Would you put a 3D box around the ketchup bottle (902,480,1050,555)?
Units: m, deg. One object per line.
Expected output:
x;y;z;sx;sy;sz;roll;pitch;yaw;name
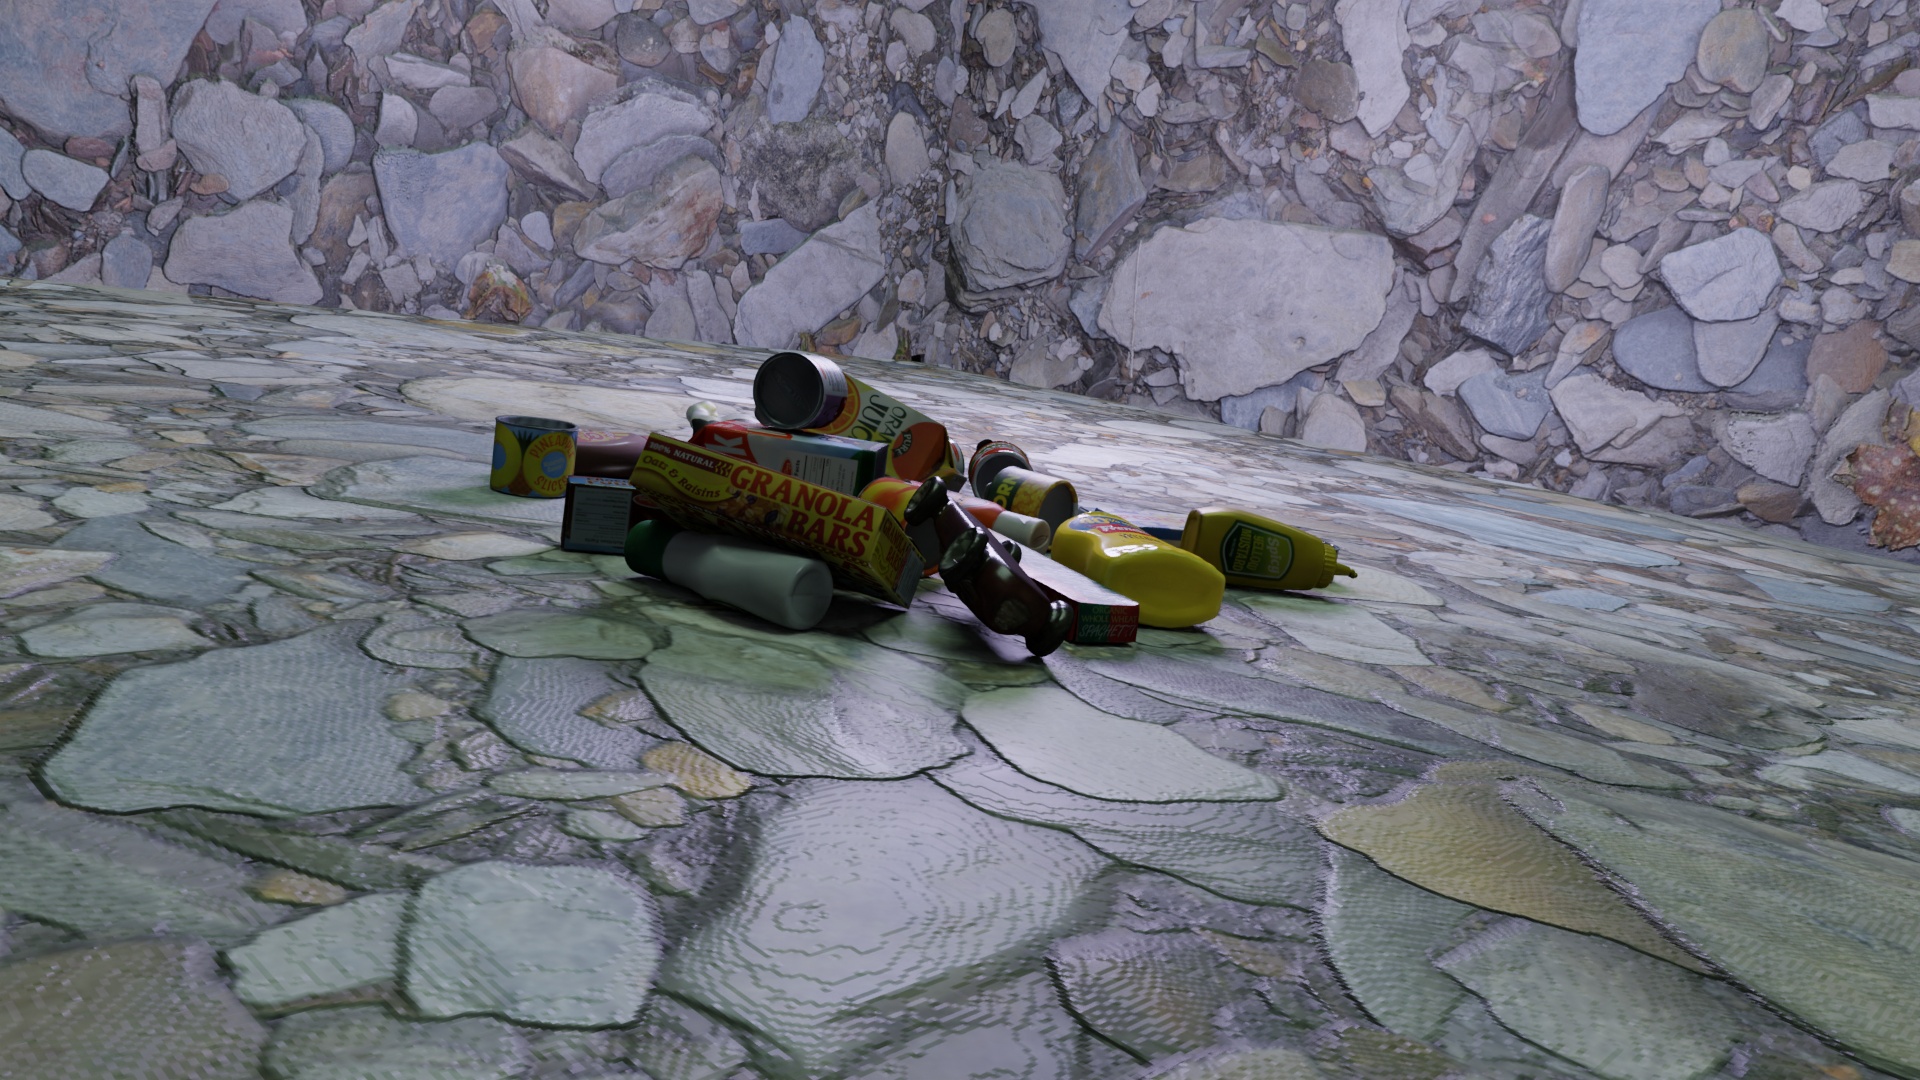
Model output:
0.004;-0.015;1.178;0.149;0.043;0.065;15;23;32;ketchup bottle

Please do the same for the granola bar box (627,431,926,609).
-0.113;-0.012;0.895;0.166;0.039;0.124;18;-12;14;granola bar box

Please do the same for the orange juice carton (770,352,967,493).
-0.083;-0.096;1.336;0.193;0.073;0.071;28;-16;-1;orange juice carton

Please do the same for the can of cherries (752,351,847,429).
-0.141;-0.128;1.210;0.071;0.071;0.058;11;8;16;can of cherries

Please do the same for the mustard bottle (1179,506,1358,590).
0.272;0.013;1.201;0.160;0.065;0.049;11;5;-9;mustard bottle

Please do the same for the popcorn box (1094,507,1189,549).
0.193;0.000;1.270;0.127;0.038;0.085;4;10;-23;popcorn box

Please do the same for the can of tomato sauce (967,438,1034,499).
0.042;-0.067;1.425;0.071;0.071;0.083;8;10;-3;can of tomato sauce

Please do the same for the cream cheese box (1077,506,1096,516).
0.171;-0.014;1.369;0.104;0.024;0.053;5;11;-18;cream cheese box

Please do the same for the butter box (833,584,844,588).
-0.095;0.015;0.985;0.103;0.024;0.053;9;11;6;butter box

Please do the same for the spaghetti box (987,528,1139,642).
0.048;0.028;1.018;0.050;0.028;0.250;3;11;-25;spaghetti box

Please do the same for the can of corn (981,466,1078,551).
0.062;-0.029;1.237;0.058;0.071;0.071;17;13;38;can of corn

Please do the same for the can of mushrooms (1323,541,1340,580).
0.317;0.016;1.297;0.071;0.033;0.071;9;10;-1;can of mushrooms

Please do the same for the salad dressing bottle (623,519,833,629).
-0.148;0.018;0.870;0.148;0.044;0.064;14;7;34;salad dressing bottle

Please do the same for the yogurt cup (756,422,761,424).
-0.205;-0.078;1.303;0.054;0.072;0.072;-1;11;-8;yogurt cup

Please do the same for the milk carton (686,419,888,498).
-0.164;-0.060;1.206;0.191;0.073;0.072;9;9;3;milk carton

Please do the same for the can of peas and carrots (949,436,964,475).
-0.041;-0.075;1.422;0.071;0.070;0.059;16;13;38;can of peas and carrots

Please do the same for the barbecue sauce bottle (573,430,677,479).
-0.321;-0.077;1.256;0.065;0.043;0.149;16;12;41;barbecue sauce bottle

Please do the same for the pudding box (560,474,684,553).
-0.234;-0.016;0.969;0.084;0.049;0.030;5;12;-18;pudding box

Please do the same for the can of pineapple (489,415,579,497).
-0.350;-0.069;1.144;0.071;0.057;0.071;8;10;-1;can of pineapple

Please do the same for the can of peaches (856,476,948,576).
-0.040;-0.012;1.052;0.058;0.071;0.071;19;14;42;can of peaches
